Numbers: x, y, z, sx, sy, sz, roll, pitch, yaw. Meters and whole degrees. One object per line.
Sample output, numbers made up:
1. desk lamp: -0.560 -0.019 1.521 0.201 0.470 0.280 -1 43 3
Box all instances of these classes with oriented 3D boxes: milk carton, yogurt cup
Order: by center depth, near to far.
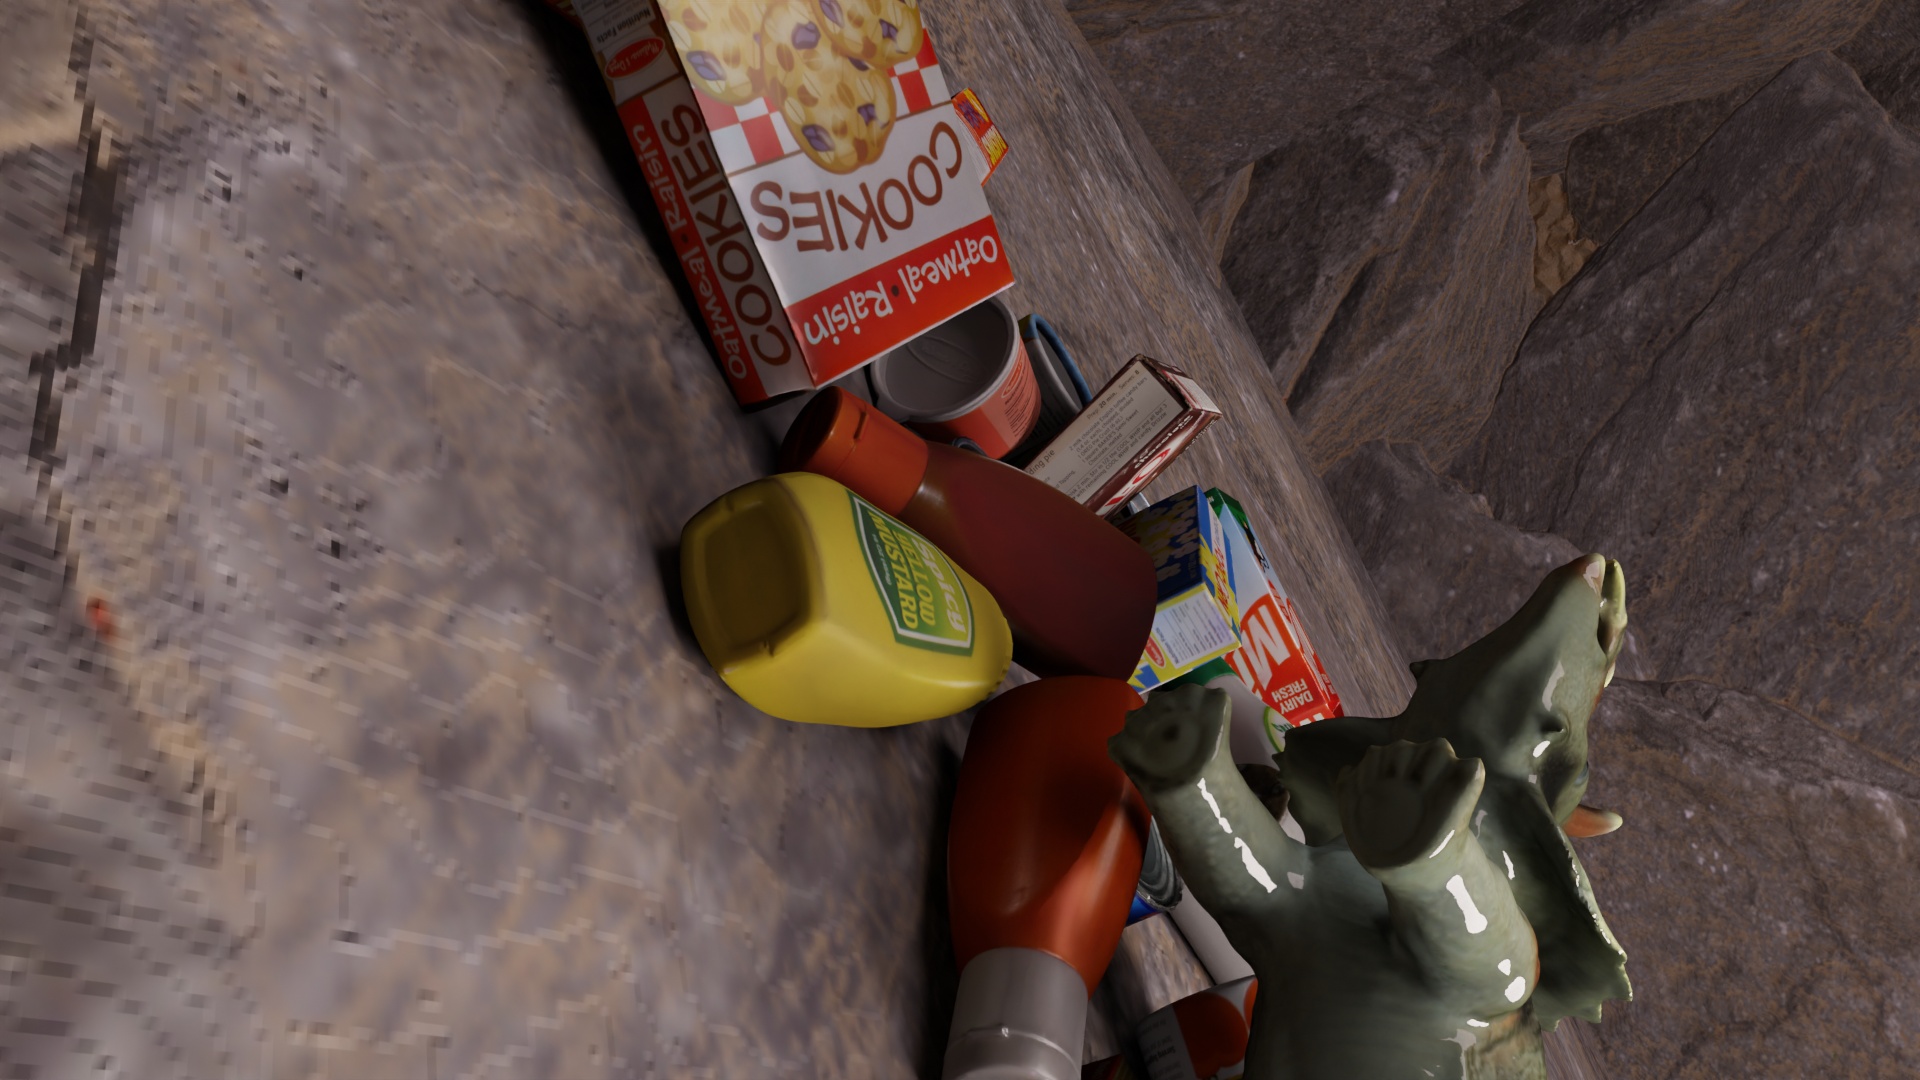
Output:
1. yogurt cup: 0.001 -0.069 0.609 0.053 0.072 0.073 51 19 -55
2. milk carton: 0.180 0.069 0.878 0.191 0.072 0.073 67 18 14

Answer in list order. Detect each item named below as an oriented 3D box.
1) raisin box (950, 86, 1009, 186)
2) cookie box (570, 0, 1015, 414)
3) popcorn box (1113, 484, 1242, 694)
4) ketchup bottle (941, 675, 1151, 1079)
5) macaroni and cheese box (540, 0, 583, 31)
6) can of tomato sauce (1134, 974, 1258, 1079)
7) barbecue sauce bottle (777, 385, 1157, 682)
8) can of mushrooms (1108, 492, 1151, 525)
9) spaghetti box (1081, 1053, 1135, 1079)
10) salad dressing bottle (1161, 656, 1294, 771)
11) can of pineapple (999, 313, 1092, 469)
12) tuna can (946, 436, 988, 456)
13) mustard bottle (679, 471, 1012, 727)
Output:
1. raisin box: -0.027 -0.160 0.624 0.040 0.086 0.124 55 19 -15
2. cookie box: -0.055 -0.144 0.479 0.123 0.040 0.167 -36 111 -46
3. popcorn box: 0.085 0.026 0.657 0.038 0.085 0.127 58 18 -14
4. ketchup bottle: 0.024 0.104 0.419 0.149 0.064 0.043 -74 144 -54
5. macaroni and cheese box: -0.092 -0.249 0.513 0.123 0.040 0.167 26 66 -44
6. can of tomato sauce: 0.107 0.201 0.485 0.071 0.071 0.083 35 31 -55
7. barbecue sauce bottle: 0.005 -0.002 0.495 0.148 0.043 0.065 32 56 -28
8. can of mushrooms: 0.099 -0.001 0.823 0.071 0.033 0.071 53 20 -28
9. spaghetti box: 0.011 0.191 0.303 0.050 0.028 0.250 63 18 4
10. salad dressing bottle: 0.157 0.108 0.742 0.064 0.044 0.148 21 22 -43
11. can of pineapple: 0.028 -0.072 0.692 0.071 0.058 0.071 52 20 -27
12. tuna can: 0.002 -0.007 0.564 0.071 0.033 0.071 52 20 -28
13. mustard bottle: -0.021 0.026 0.426 0.160 0.048 0.065 26 41 -61
